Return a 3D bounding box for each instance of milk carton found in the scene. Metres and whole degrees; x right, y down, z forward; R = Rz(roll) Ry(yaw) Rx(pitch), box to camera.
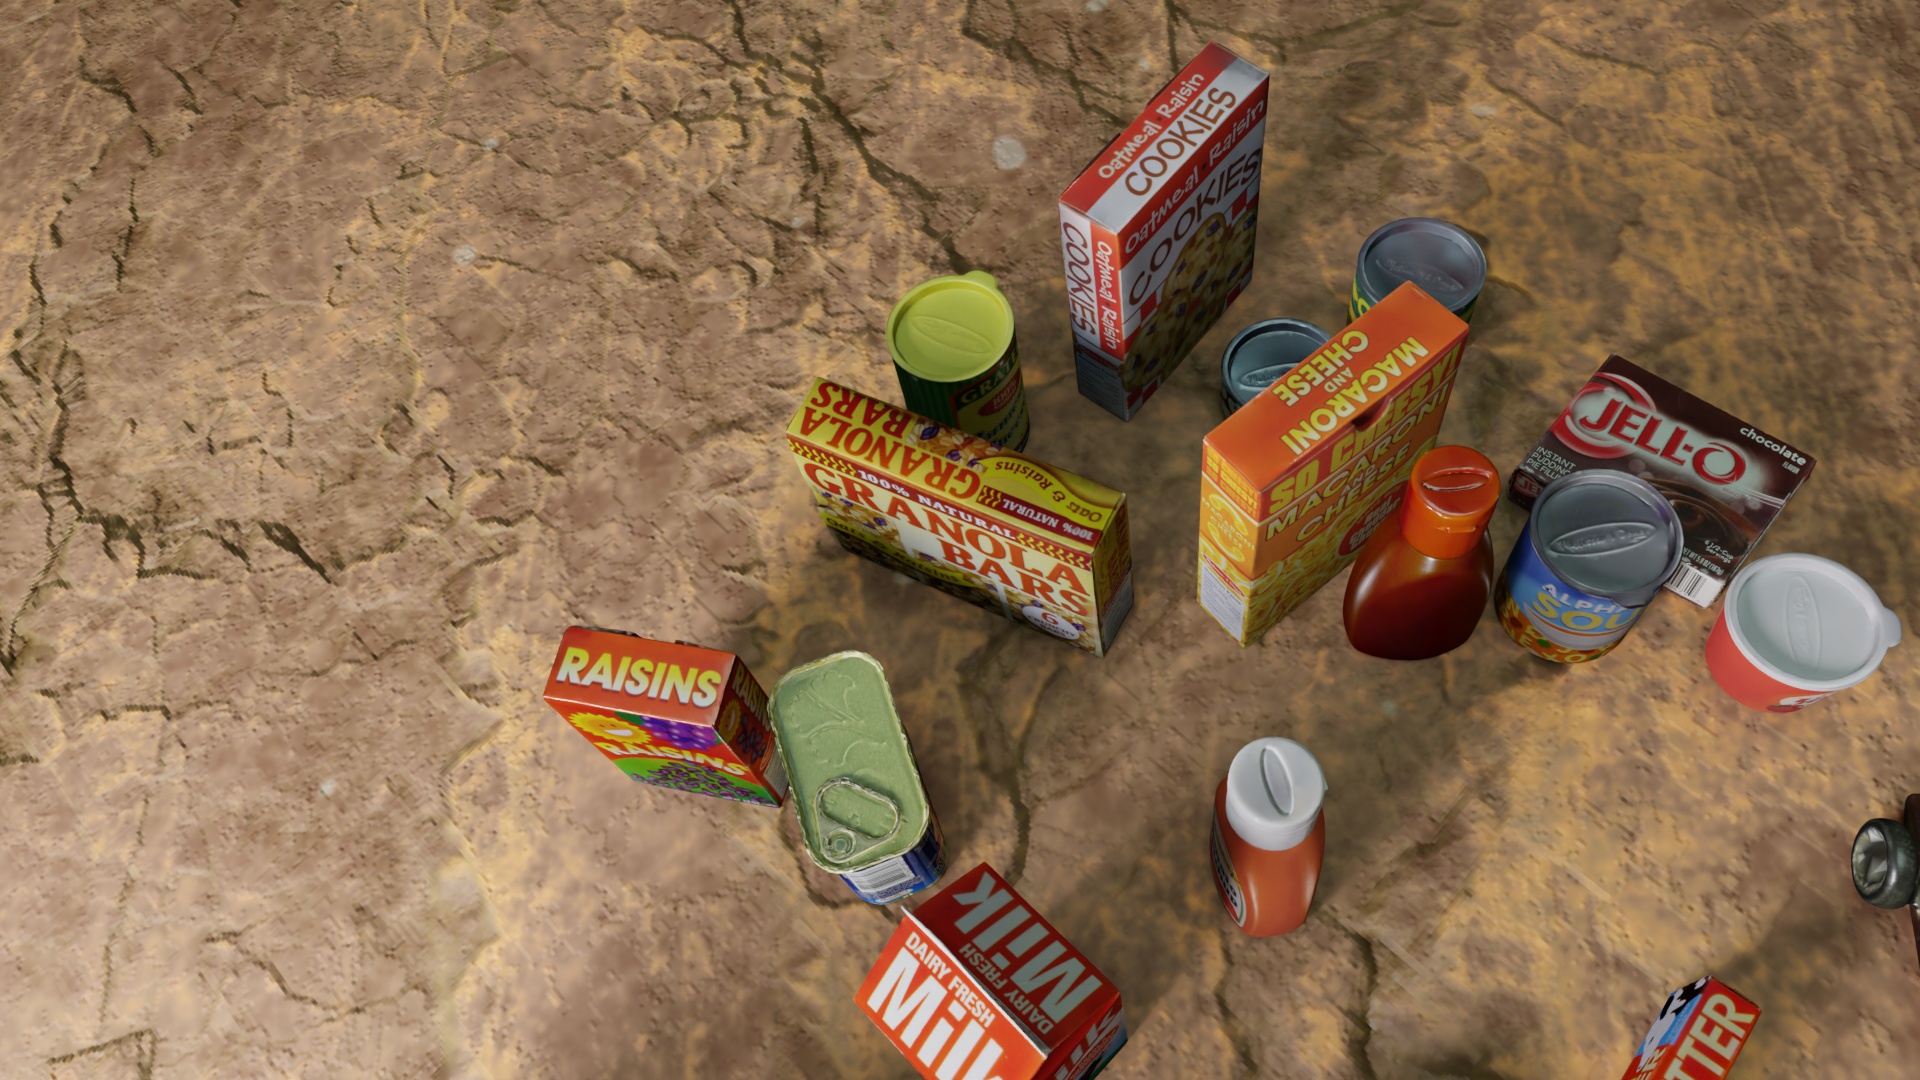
[{"bbox_3d":[0.016,0.189,0.554,0.072,0.189,0.073,39,75,24],"label":"milk carton"}]

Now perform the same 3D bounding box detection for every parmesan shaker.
[{"bbox_3d":[0.003,-0.087,0.750,0.071,0.102,0.071,-4,62,7],"label":"parmesan shaker"}]

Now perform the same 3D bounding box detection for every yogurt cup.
[{"bbox_3d":[0.387,0.047,0.651,0.072,0.053,0.073,-3,62,7],"label":"yogurt cup"}]

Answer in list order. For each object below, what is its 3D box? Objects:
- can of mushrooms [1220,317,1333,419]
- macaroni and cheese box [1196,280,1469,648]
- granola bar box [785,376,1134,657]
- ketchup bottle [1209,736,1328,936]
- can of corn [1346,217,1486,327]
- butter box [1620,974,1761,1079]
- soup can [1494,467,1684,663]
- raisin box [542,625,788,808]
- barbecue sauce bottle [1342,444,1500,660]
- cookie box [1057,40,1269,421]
[{"bbox_3d":[0.176,-0.084,0.762,0.071,0.033,0.071,-3,62,7],"label":"can of mushrooms"},{"bbox_3d":[0.172,-0.029,0.659,0.124,0.165,0.040,-37,64,-11],"label":"macaroni and cheese box"},{"bbox_3d":[0.002,-0.009,0.697,0.166,0.123,0.039,22,68,19],"label":"granola bar box"},{"bbox_3d":[0.131,0.124,0.594,0.043,0.148,0.065,-13,62,2],"label":"ketchup bottle"},{"bbox_3d":[0.247,-0.131,0.762,0.071,0.058,0.071,-3,62,7],"label":"can of corn"},{"bbox_3d":[0.286,0.231,0.570,0.024,0.053,0.104,34,72,22],"label":"butter box"},{"bbox_3d":[0.298,0.017,0.663,0.071,0.083,0.071,-4,62,7],"label":"soup can"},{"bbox_3d":[-0.134,0.086,0.668,0.086,0.123,0.040,8,65,13],"label":"raisin box"},{"bbox_3d":[0.216,0.009,0.642,0.065,0.148,0.044,-5,62,6],"label":"barbecue sauce bottle"},{"bbox_3d":[0.108,-0.158,0.735,0.040,0.166,0.123,35,73,23],"label":"cookie box"}]
